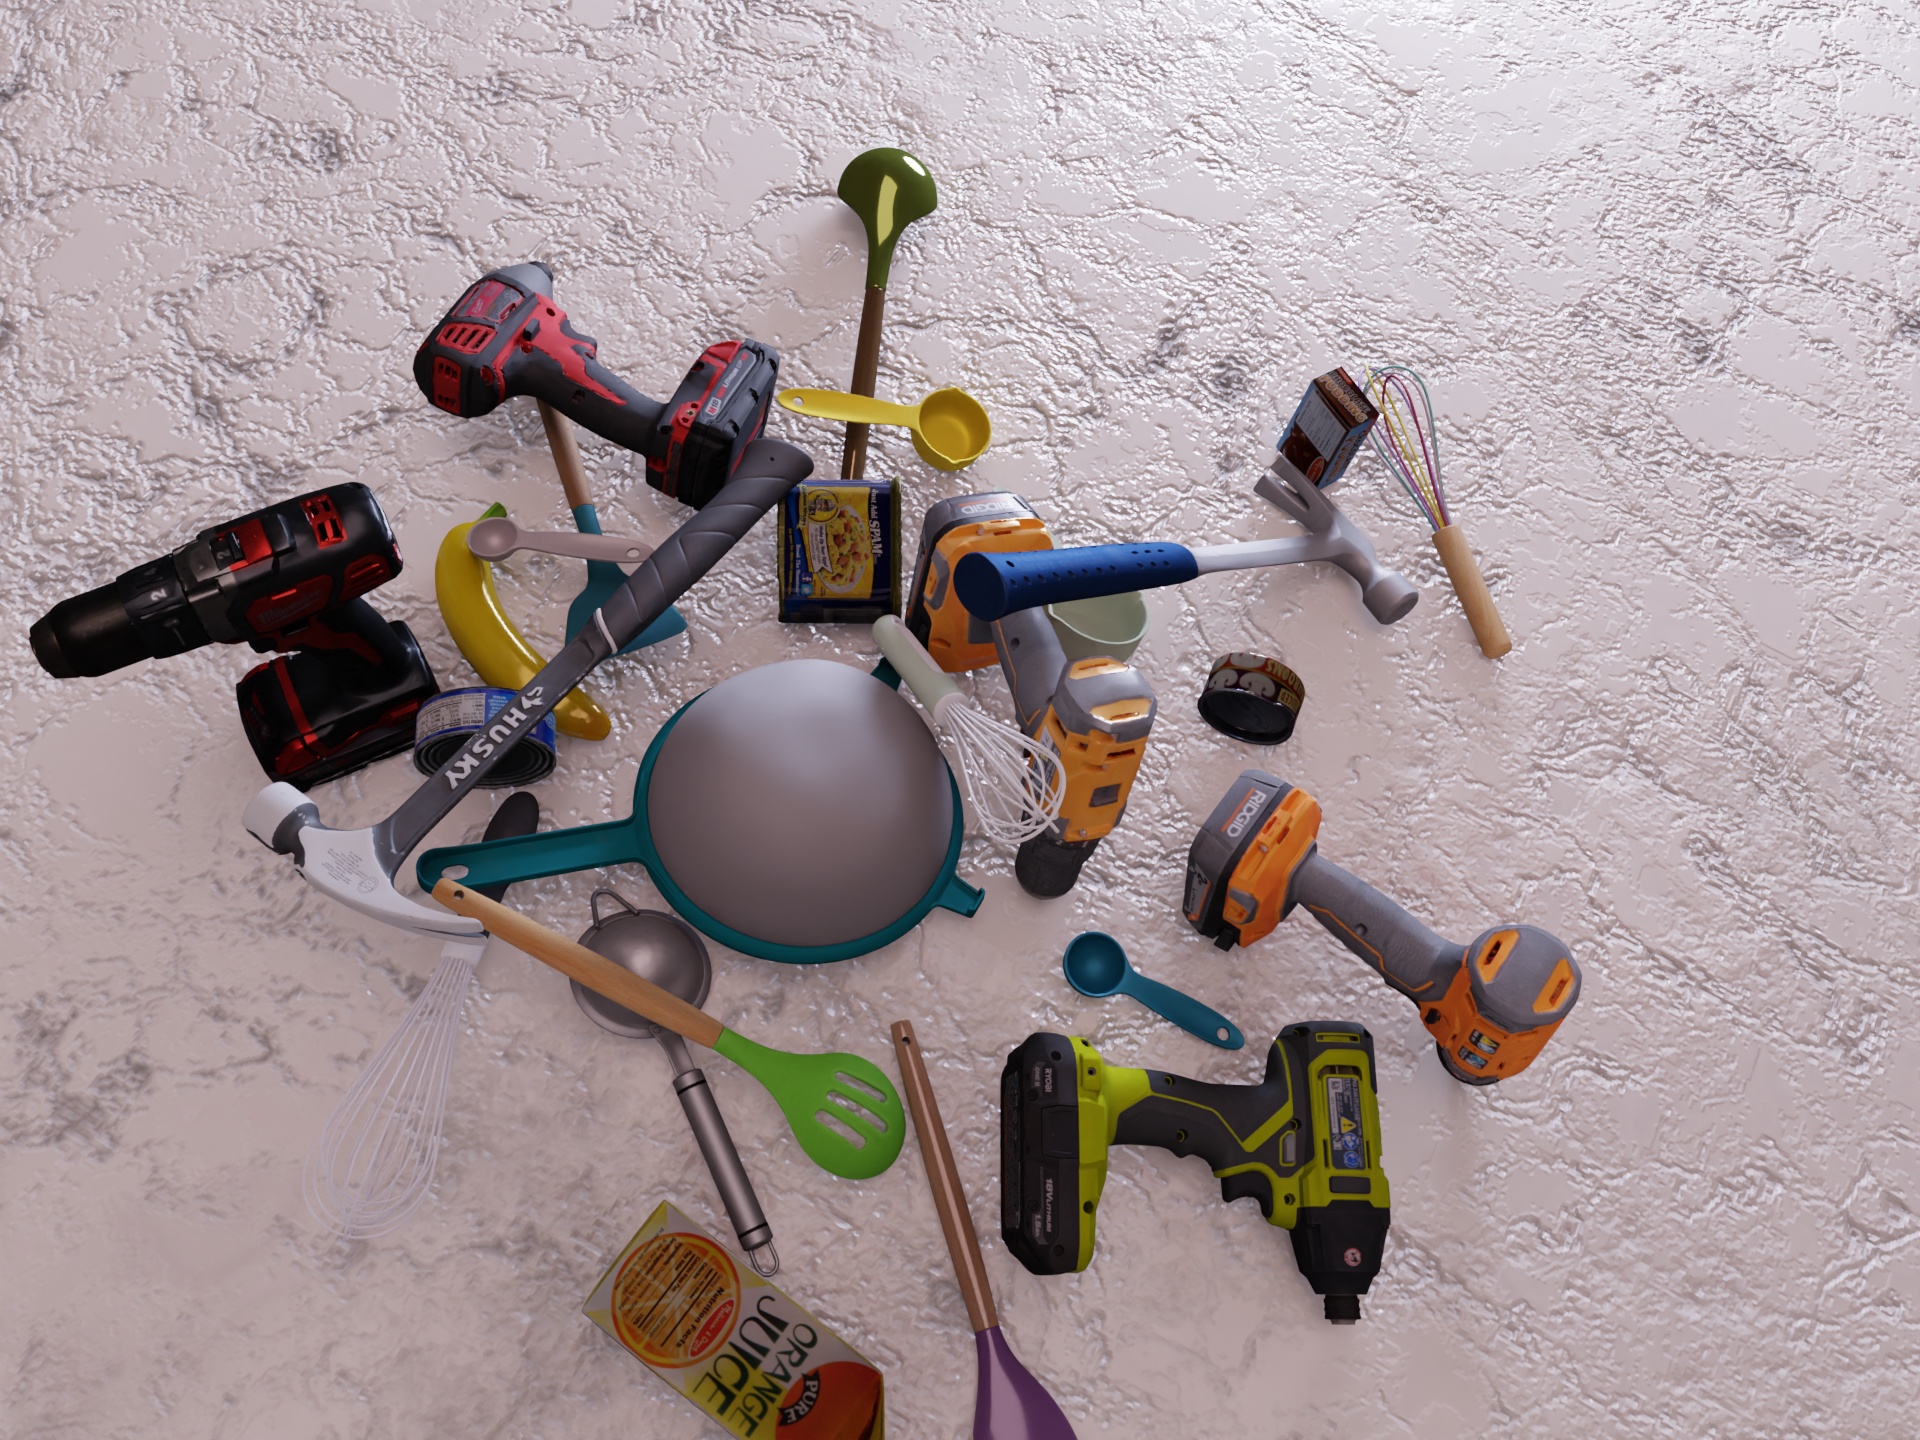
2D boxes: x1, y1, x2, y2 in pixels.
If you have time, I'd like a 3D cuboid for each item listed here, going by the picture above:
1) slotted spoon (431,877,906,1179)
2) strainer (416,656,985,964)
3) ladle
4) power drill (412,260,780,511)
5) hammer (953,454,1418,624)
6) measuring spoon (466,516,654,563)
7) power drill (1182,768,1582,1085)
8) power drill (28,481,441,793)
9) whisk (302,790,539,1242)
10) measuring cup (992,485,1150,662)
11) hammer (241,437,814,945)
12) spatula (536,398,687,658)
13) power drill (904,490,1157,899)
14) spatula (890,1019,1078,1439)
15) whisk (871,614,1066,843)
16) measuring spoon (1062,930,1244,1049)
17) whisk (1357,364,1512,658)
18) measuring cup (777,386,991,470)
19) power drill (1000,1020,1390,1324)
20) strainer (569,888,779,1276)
[{"bbox_3d":[-0.165,0.173,0.923,0.313,0.031,0.070,31,58,-8],"label":"slotted spoon"},{"bbox_3d":[-0.152,0.046,0.959,0.340,0.095,0.211,-9,61,-21],"label":"strainer"},{"bbox_3d":[-0.067,-0.289,1.183,0.078,0.062,0.320,7,72,-5],"label":"ladle"},{"bbox_3d":[-0.245,-0.240,1.094,0.219,0.078,0.143,21,50,-2],"label":"power drill"},{"bbox_3d":[0.145,-0.105,1.015,0.405,0.035,0.144,-11,57,-46],"label":"hammer"},{"bbox_3d":[-0.263,-0.112,1.053,0.124,0.018,0.034,6,55,-1],"label":"measuring spoon"},{"bbox_3d":[0.250,0.139,0.972,0.227,0.164,0.084,31,66,21],"label":"power drill"},{"bbox_3d":[-0.405,-0.038,0.924,0.188,0.226,0.080,-24,71,-16],"label":"power drill"},{"bbox_3d":[-0.306,0.165,0.940,0.070,0.070,0.285,15,61,0],"label":"whisk"},{"bbox_3d":[0.064,-0.099,1.109,0.083,0.038,0.168,-14,54,-33],"label":"measuring cup"},{"bbox_3d":[-0.223,-0.039,0.960,0.149,0.036,0.409,34,61,12],"label":"hammer"},{"bbox_3d":[-0.268,-0.173,1.101,0.082,0.044,0.318,-18,68,-8],"label":"spatula"},{"bbox_3d":[0.039,-0.013,1.013,0.084,0.185,0.226,-10,50,-22],"label":"power drill"},{"bbox_3d":[0.010,0.326,0.923,0.059,0.018,0.316,-13,69,-14],"label":"spatula"},{"bbox_3d":[-0.002,-0.003,0.965,0.059,0.057,0.247,-48,39,8],"label":"whisk"},{"bbox_3d":[0.121,0.177,1.007,0.128,0.021,0.042,29,65,-3],"label":"measuring spoon"},{"bbox_3d":[0.349,-0.158,1.166,0.051,0.047,0.245,-18,73,-1],"label":"whisk"},{"bbox_3d":[-0.056,-0.213,1.134,0.156,0.029,0.062,6,72,-16],"label":"measuring cup"},{"bbox_3d":[0.140,0.263,0.935,0.223,0.080,0.171,3,70,-8],"label":"power drill"},{"bbox_3d":[-0.163,0.207,0.947,0.087,0.050,0.259,-18,72,-29],"label":"strainer"}]
